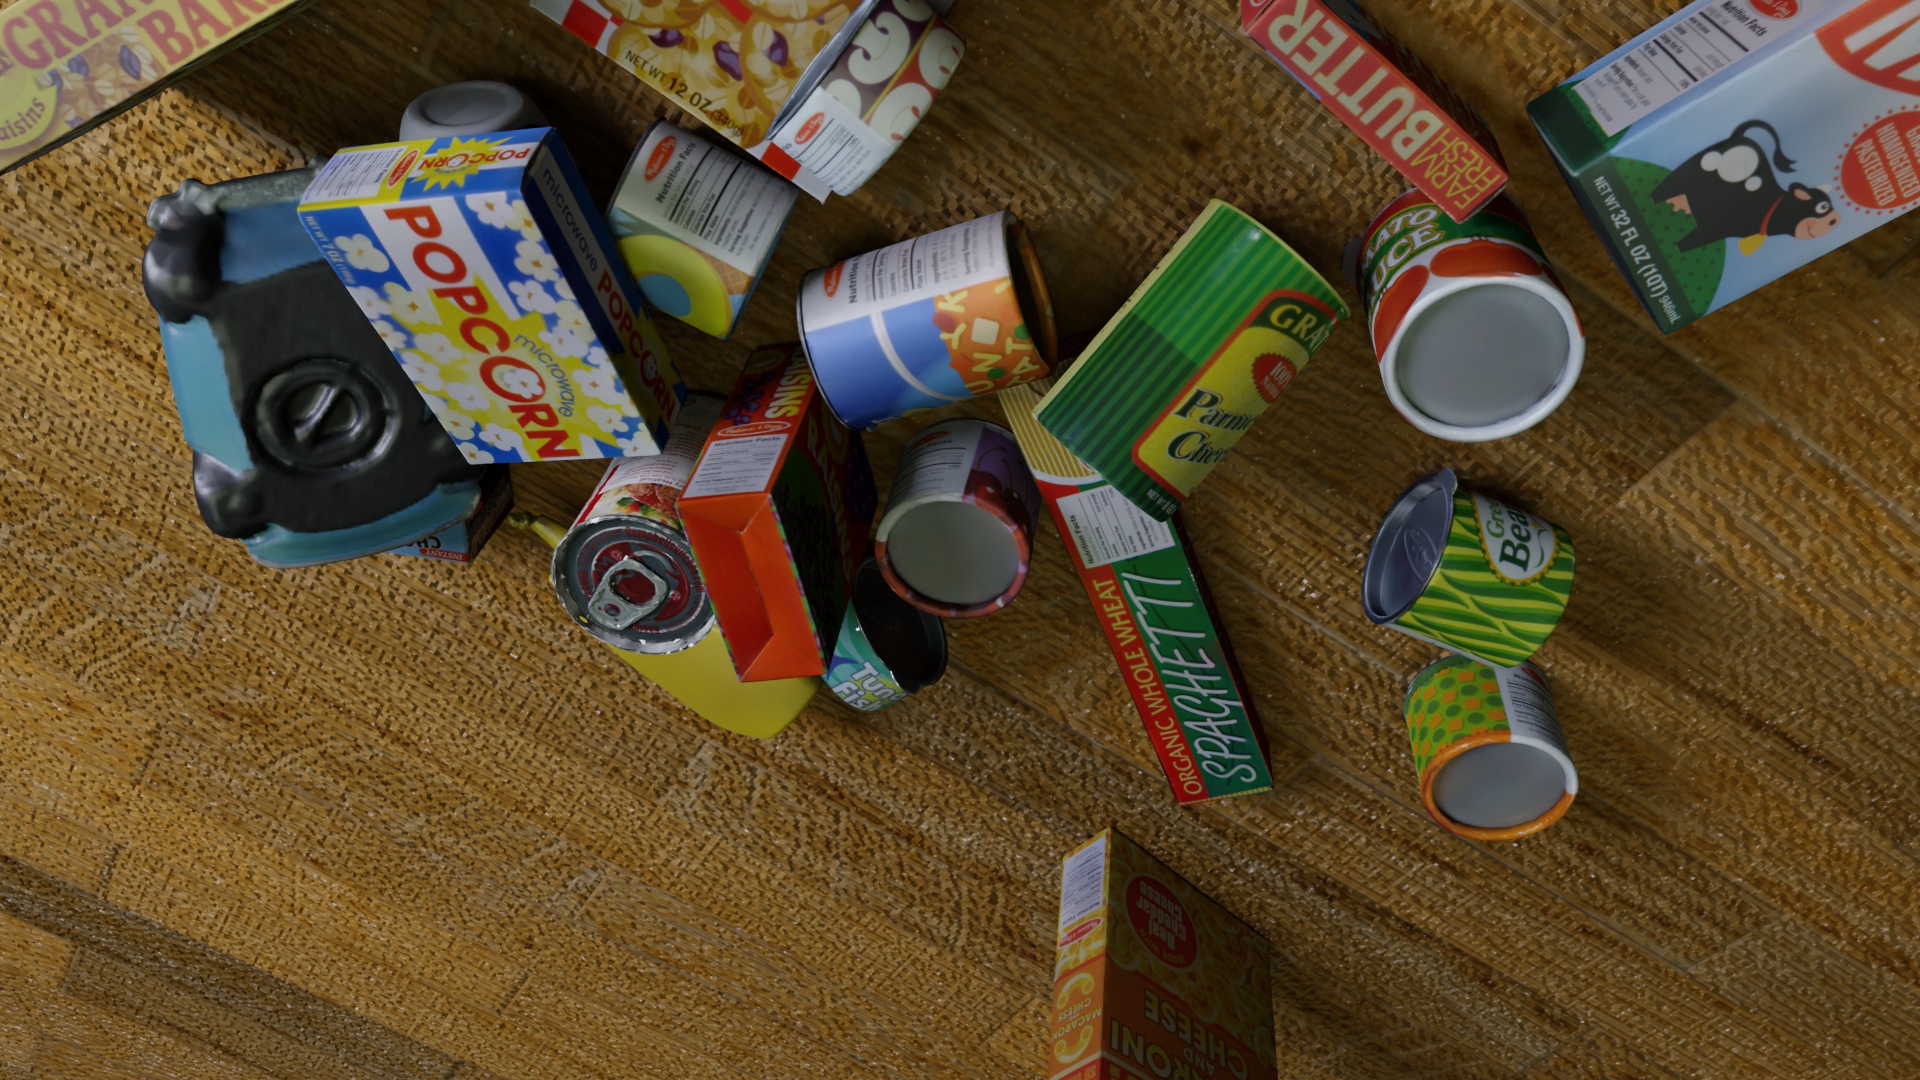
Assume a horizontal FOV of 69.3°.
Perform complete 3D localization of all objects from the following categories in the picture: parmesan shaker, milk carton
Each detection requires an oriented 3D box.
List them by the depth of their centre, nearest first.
[{"bbox_3d":[0.292,-0.154,0.439,0.190,0.074,0.072,-31,115,25],"label":"milk carton"},{"bbox_3d":[0.085,-0.065,0.517,0.071,0.071,0.103,38,99,-17],"label":"parmesan shaker"}]

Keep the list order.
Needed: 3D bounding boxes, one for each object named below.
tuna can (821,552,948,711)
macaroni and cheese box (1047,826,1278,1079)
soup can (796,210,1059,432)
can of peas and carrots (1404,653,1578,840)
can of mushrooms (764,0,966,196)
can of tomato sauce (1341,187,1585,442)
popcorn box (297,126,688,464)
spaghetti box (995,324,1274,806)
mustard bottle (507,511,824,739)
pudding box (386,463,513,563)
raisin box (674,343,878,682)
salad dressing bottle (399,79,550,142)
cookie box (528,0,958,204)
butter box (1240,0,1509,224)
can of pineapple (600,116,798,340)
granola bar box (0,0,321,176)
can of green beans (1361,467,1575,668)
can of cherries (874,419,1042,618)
[{"bbox_3d":[-0.038,0.044,0.628,0.032,0.071,0.071,-30,116,27],"label":"tuna can"},{"bbox_3d":[0.102,0.241,0.686,0.123,0.167,0.040,38,121,-17],"label":"macaroni and cheese box"},{"bbox_3d":[-0.010,-0.082,0.539,0.083,0.072,0.071,-13,122,17],"label":"soup can"},{"bbox_3d":[0.237,0.094,0.630,0.071,0.059,0.070,4,125,6],"label":"can of peas and carrots"},{"bbox_3d":[-0.029,-0.148,0.448,0.033,0.071,0.070,36,122,-19],"label":"can of mushrooms"},{"bbox_3d":[0.178,-0.084,0.499,0.071,0.083,0.070,4,125,5],"label":"can of tomato sauce"},{"bbox_3d":[-0.162,-0.083,0.500,0.085,0.038,0.126,-2,140,14],"label":"popcorn box"},{"bbox_3d":[0.083,0.021,0.620,0.050,0.029,0.249,-15,121,18],"label":"spaghetti box"},{"bbox_3d":[-0.138,0.029,0.646,0.160,0.049,0.065,37,122,-16],"label":"mustard bottle"},{"bbox_3d":[-0.253,-0.018,0.629,0.084,0.050,0.030,8,124,3],"label":"pudding box"},{"bbox_3d":[-0.069,-0.015,0.559,0.040,0.124,0.085,-6,123,12],"label":"raisin box"},{"bbox_3d":[-0.179,-0.105,0.554,0.044,0.064,0.146,18,136,19],"label":"salad dressing bottle"},{"bbox_3d":[-0.052,-0.217,0.466,0.123,0.040,0.166,32,123,-14],"label":"cookie box"},{"bbox_3d":[0.140,-0.156,0.472,0.103,0.053,0.024,35,124,-16],"label":"butter box"},{"bbox_3d":[-0.101,-0.117,0.529,0.058,0.071,0.070,26,124,-10],"label":"can of pineapple"},{"bbox_3d":[-0.261,-0.182,0.470,0.165,0.125,0.039,-18,121,20],"label":"granola bar box"},{"bbox_3d":[0.208,0.013,0.573,0.058,0.071,0.071,21,125,-7],"label":"can of green beans"},{"bbox_3d":[0.002,-0.007,0.593,0.071,0.059,0.071,4,125,6],"label":"can of cherries"}]
